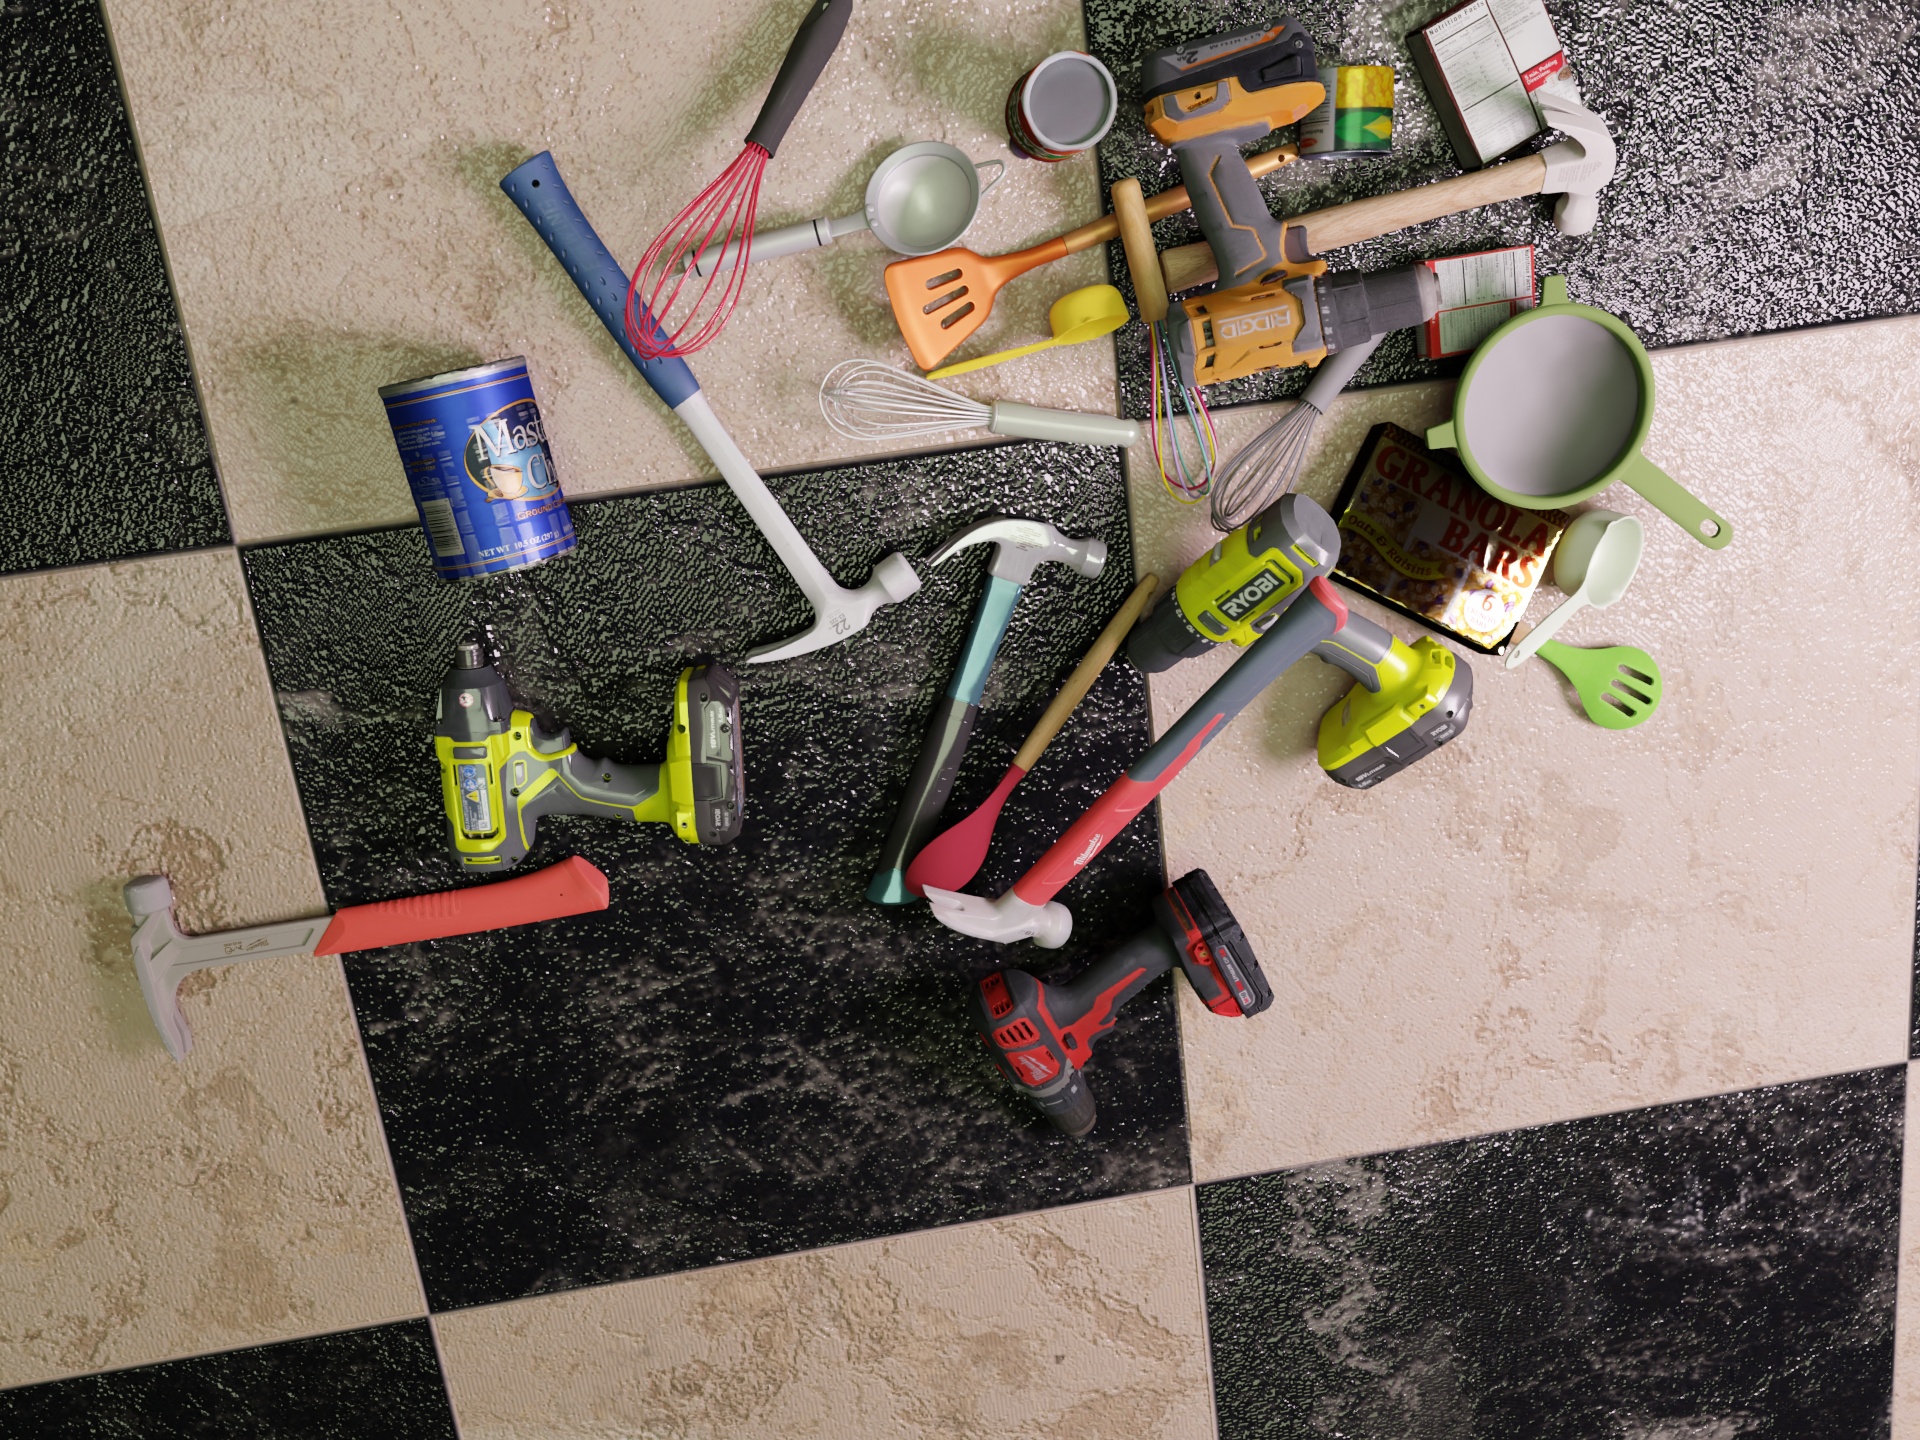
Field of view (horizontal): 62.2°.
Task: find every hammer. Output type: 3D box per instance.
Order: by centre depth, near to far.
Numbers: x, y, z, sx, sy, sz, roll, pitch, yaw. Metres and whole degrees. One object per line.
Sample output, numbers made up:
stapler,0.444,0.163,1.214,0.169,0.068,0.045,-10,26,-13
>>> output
hammer,0.309,-0.371,1.160,0.331,0.130,0.031,-14,63,5
hammer,-0.199,-0.223,1.165,0.144,0.035,0.405,-34,106,3
hammer,0.133,0.035,1.184,0.143,0.038,0.386,18,124,-40
hammer,-0.455,0.169,1.243,0.359,0.037,0.149,-9,106,-4
hammer,-0.002,-0.004,1.248,0.128,0.033,0.331,18,102,-12

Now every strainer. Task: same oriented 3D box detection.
strainer,-0.091,-0.353,1.141,0.258,0.050,0.087,-13,78,4
strainer,0.479,-0.211,1.210,0.256,0.069,0.151,33,103,-13

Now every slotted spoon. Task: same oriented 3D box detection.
slotted spoon,0.440,-0.073,1.283,0.313,0.031,0.070,24,98,-11

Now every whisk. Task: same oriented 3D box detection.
whisk,-0.148,-0.379,1.102,0.073,0.073,0.296,28,87,-13
whisk,0.148,-0.274,1.173,0.047,0.051,0.244,-17,112,1
whisk,0.016,-0.228,1.184,0.246,0.058,0.059,4,97,-12
whisk,0.269,-0.240,1.209,0.055,0.055,0.239,34,95,-14

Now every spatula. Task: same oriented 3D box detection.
spatula,0.100,-0.354,1.161,0.322,0.041,0.081,-23,114,-1

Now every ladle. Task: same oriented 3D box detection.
ladle,0.061,0.015,1.250,0.315,0.031,0.069,-55,143,1

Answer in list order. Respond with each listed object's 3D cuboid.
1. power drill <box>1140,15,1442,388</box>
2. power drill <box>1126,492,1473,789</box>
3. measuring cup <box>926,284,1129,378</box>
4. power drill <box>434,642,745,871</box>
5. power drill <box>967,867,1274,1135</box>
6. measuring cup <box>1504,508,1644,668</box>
power drill,0.224,-0.357,1.098,0.185,0.084,0.226,-9,93,16
power drill,0.259,-0.049,1.222,0.228,0.080,0.190,36,131,-17
measuring cup,0.046,-0.286,1.174,0.156,0.062,0.029,-15,89,9
power drill,-0.280,0.023,1.204,0.223,0.080,0.171,-2,105,-3
power drill,0.135,0.240,1.298,0.226,0.080,0.187,-28,126,2
measuring cup,0.468,-0.101,1.244,0.167,0.038,0.083,-41,133,-14
